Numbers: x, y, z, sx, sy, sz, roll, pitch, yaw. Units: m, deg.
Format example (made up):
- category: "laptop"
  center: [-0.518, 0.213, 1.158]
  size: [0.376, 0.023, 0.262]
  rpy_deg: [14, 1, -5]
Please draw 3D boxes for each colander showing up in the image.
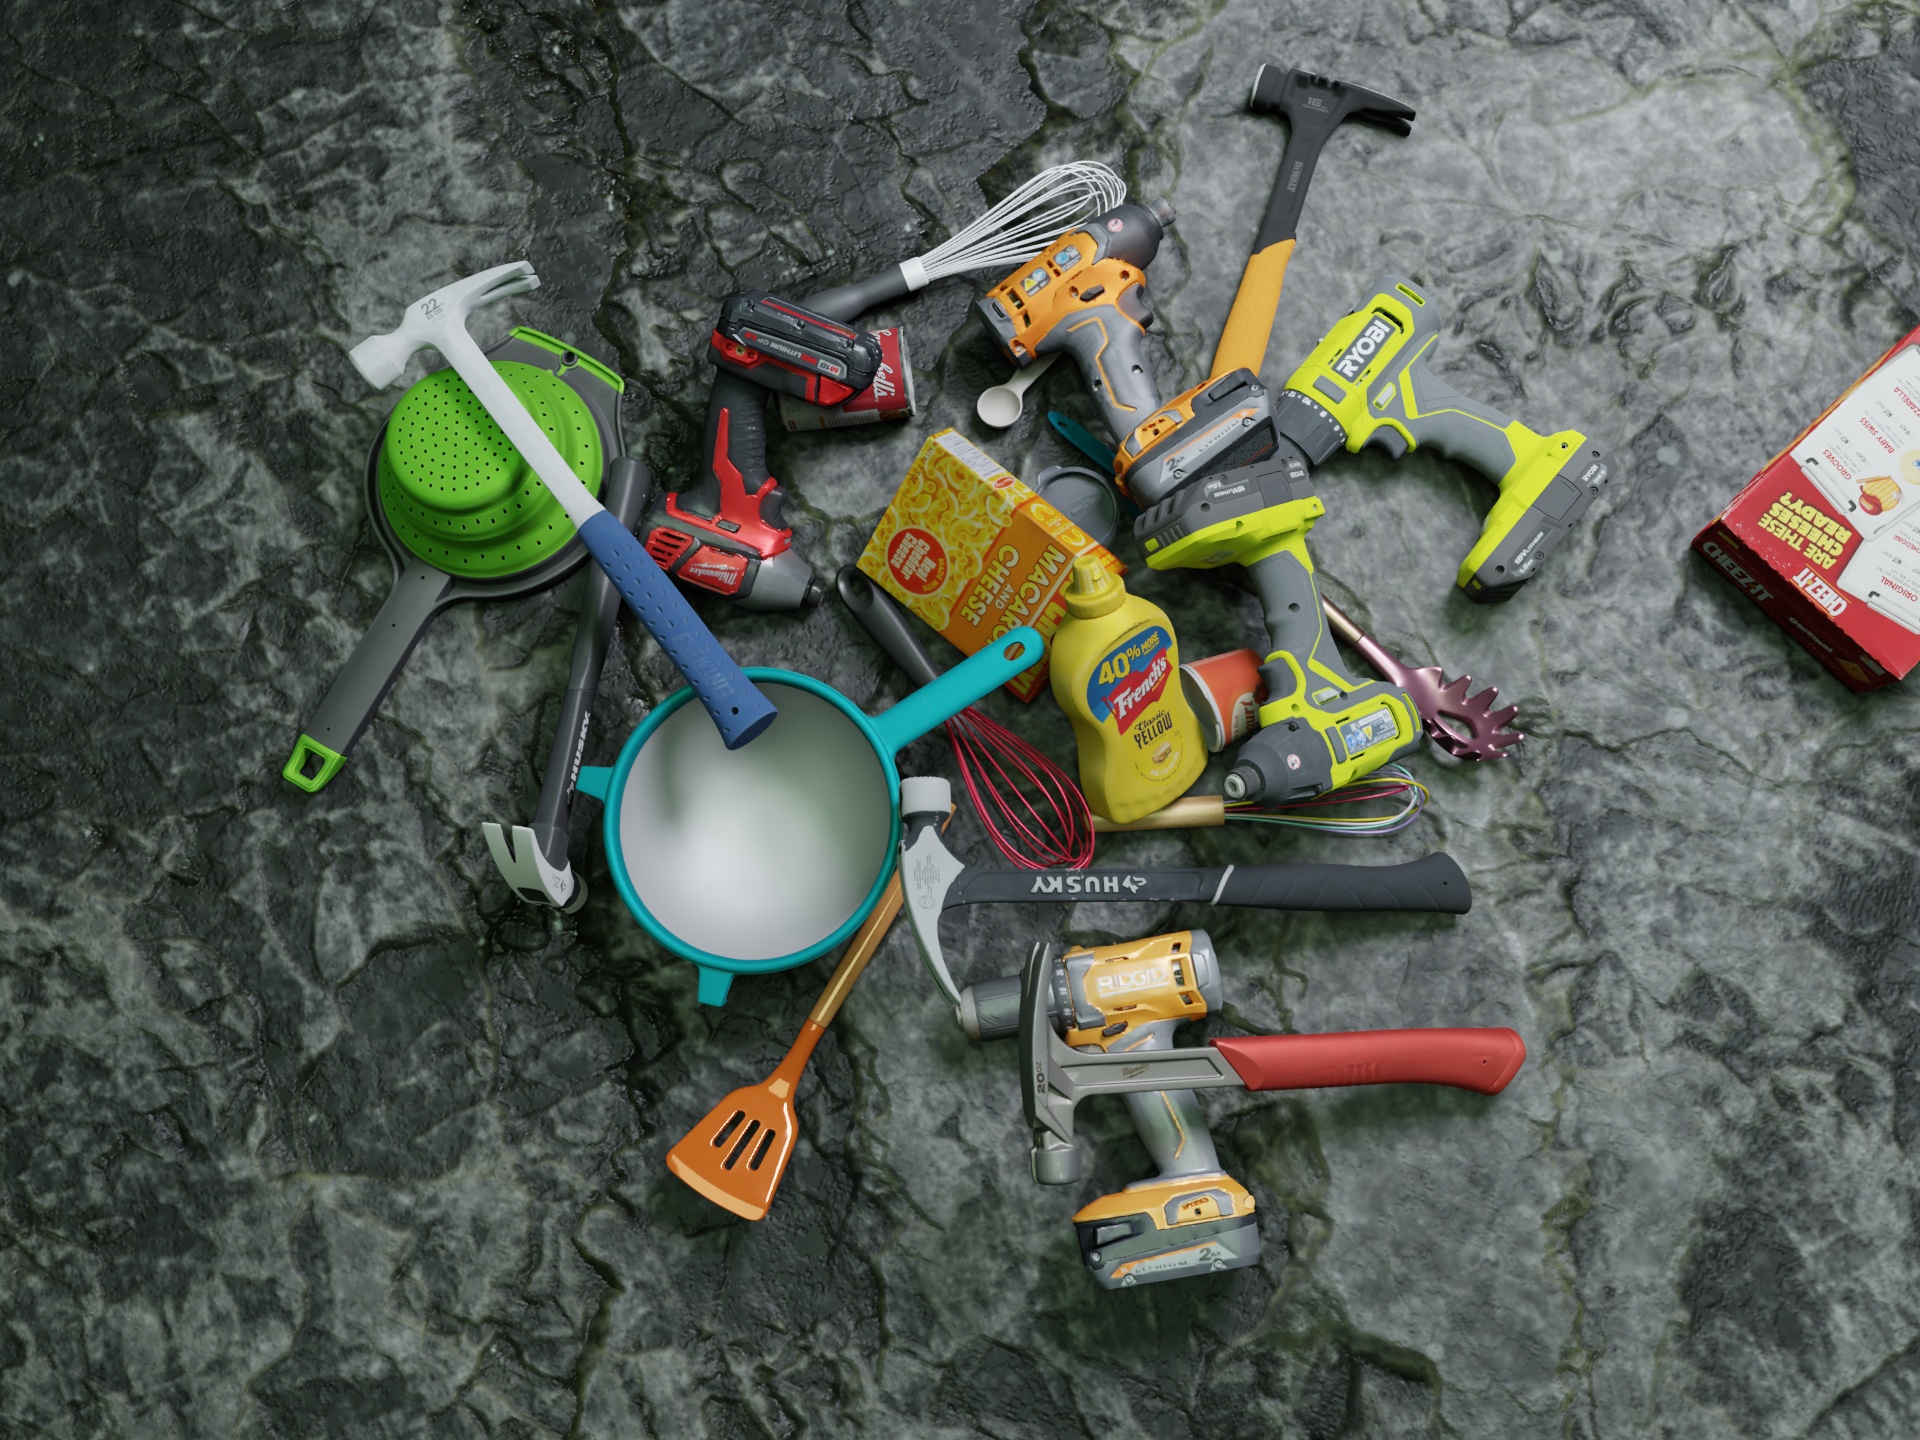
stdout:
- category: "colander"
  center: [-0.402, -0.128, 1.185]
  size: [0.204, 0.094, 0.397]
  rpy_deg: [28, 82, 8]

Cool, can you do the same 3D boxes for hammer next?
- category: "hammer"
  center: [0.210, 0.216, 1.047]
  size: [0.359, 0.037, 0.149]
  rpy_deg: [1, 83, -18]
- category: "hammer"
  center: [0.240, -0.338, 1.217]
  size: [0.127, 0.034, 0.337]
  rpy_deg: [18, 81, 8]
- category: "hammer"
  center: [-0.259, -0.151, 1.113]
  size: [0.144, 0.035, 0.406]
  rpy_deg: [-38, 79, -6]
- category: "hammer"
  center: [0.159, 0.116, 1.079]
  size: [0.408, 0.036, 0.149]
  rpy_deg: [2, 75, -13]
- category: "hammer"
  center: [-0.273, -0.036, 1.151]
  size: [0.035, 0.146, 0.335]
  rpy_deg: [7, 73, 6]

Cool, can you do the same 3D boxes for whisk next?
- category: "whisk"
  center: [-0.006, -0.356, 1.226]
  size: [0.284, 0.070, 0.070]
  rpy_deg: [-22, 79, 4]
- category: "whisk"
  center: [0.210, 0.060, 1.140]
  size: [0.245, 0.047, 0.051]
  rpy_deg: [-4, 82, 6]
- category: "whisk"
  center: [-0.002, -0.004, 1.159]
  size: [0.073, 0.073, 0.296]
  rpy_deg: [-37, 73, -4]

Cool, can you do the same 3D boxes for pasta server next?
- category: "pasta server"
  center: [0.274, -0.080, 1.163]
  size: [0.316, 0.040, 0.060]
  rpy_deg: [44, 62, 10]

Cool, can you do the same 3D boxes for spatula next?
- category: "spatula"
  center: [-0.090, 0.195, 1.134]
  size: [0.081, 0.041, 0.322]
  rpy_deg: [30, 82, 9]

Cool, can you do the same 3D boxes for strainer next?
- category: "strainer"
  center: [-0.085, 0.039, 1.130]
  size: [0.340, 0.095, 0.211]
  rpy_deg: [-33, 79, 0]

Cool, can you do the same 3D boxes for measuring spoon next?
- category: "measuring spoon"
  center: [0.110, -0.189, 1.207]
  size: [0.129, 0.021, 0.042]
  rpy_deg: [43, 49, 18]
- category: "measuring spoon"
  center: [0.058, -0.271, 1.228]
  size: [0.034, 0.018, 0.124]
  rpy_deg: [36, 77, 14]

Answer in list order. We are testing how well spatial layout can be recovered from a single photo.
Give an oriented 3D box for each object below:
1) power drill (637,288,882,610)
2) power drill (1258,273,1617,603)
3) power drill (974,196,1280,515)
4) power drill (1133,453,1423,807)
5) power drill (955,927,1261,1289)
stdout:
- category: "power drill"
  center: [-0.140, -0.187, 1.155]
  size: [0.143, 0.079, 0.219]
  rpy_deg: [21, 110, -5]
- category: "power drill"
  center: [0.336, -0.190, 1.163]
  size: [0.228, 0.080, 0.190]
  rpy_deg: [40, 89, 12]
- category: "power drill"
  center: [0.134, -0.270, 1.159]
  size: [0.164, 0.084, 0.227]
  rpy_deg: [-37, 70, 6]
- category: "power drill"
  center: [0.211, -0.056, 1.081]
  size: [0.171, 0.080, 0.223]
  rpy_deg: [-19, 85, -36]
- category: "power drill"
  center: [0.101, 0.266, 1.091]
  size: [0.185, 0.084, 0.226]
  rpy_deg: [-10, 74, 1]
